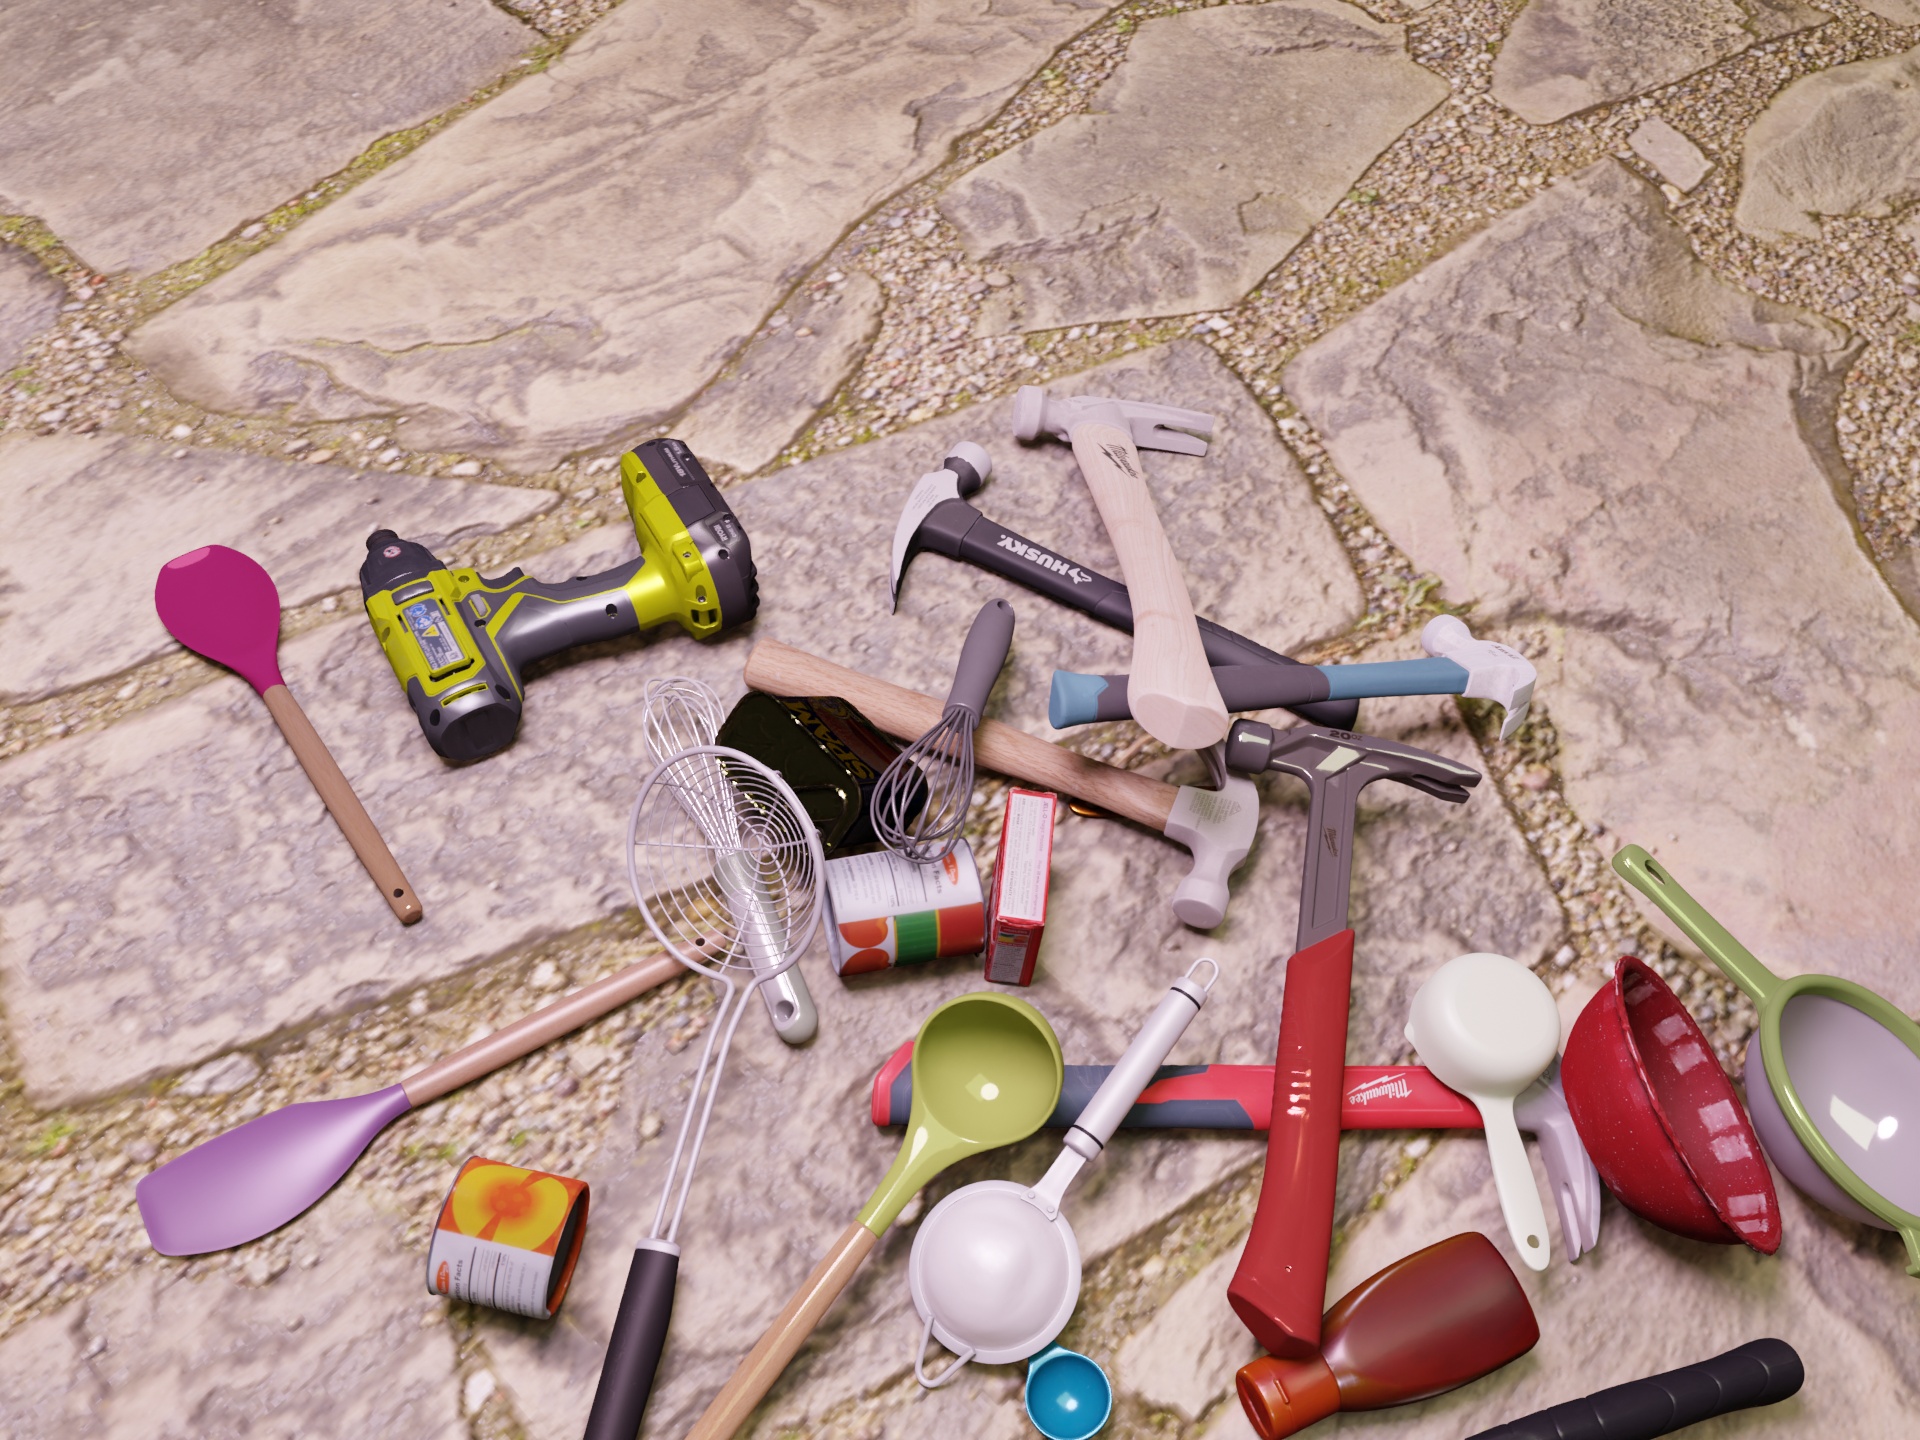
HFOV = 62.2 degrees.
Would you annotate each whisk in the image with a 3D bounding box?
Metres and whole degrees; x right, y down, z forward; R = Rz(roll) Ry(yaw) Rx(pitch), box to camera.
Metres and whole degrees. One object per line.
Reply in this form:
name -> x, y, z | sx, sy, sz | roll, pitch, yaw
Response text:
whisk -> -0.003, -0.003, 0.932 | 0.055, 0.055, 0.239 | 16, 40, 5
whisk -> -0.134, 0.074, 0.917 | 0.058, 0.059, 0.247 | -35, 62, 16

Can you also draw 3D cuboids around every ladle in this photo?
ladle -> -0.061, 0.263, 0.756 | 0.078, 0.062, 0.320 | 36, 69, 11

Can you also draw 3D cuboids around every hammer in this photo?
hammer -> 0.146, 0.216, 0.852 | 0.386, 0.038, 0.143 | 1, 56, -6
hammer -> 0.108, -0.072, 1.058 | 0.335, 0.035, 0.146 | 26, 55, 12
hammer -> 0.023, 0.014, 0.980 | 0.331, 0.031, 0.130 | 20, 56, 10
hammer -> 0.200, 0.156, 0.853 | 0.149, 0.036, 0.359 | 13, 54, 2
hammer -> 0.220, 0.341, 0.727 | 0.409, 0.149, 0.036 | -6, 55, -19
hammer -> 0.122, -0.110, 1.001 | 0.146, 0.038, 0.411 | 6, 34, -8
hammer -> 0.202, -0.022, 0.957 | 0.331, 0.033, 0.128 | -4, 26, -21

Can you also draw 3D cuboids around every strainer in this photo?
strainer -> 0.445, 0.181, 0.879 | 0.151, 0.069, 0.256 | -26, 67, -41
strainer -> 0.056, 0.218, 0.801 | 0.087, 0.050, 0.258 | 31, 67, 23

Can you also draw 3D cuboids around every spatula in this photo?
spatula -> -0.265, 0.186, 0.835 | 0.316, 0.018, 0.060 | -26, 62, -22

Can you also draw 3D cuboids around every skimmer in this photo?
skimmer -> -0.149, 0.190, 0.782 | 0.127, 0.090, 0.364 | -5, 57, 29

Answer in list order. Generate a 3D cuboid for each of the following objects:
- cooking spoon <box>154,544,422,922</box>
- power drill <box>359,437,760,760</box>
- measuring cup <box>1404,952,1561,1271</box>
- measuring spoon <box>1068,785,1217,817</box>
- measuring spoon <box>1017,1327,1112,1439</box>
cooking spoon -> -0.401, 0.001, 0.954 | 0.069, 0.017, 0.319 | -29, 62, -24
power drill -> -0.256, -0.088, 1.002 | 0.223, 0.080, 0.171 | -25, 61, -19
measuring cup -> 0.288, 0.199, 0.833 | 0.083, 0.038, 0.168 | 1, 55, -6
measuring spoon -> 0.124, 0.047, 0.987 | 0.117, 0.011, 0.021 | -4, 55, -10
measuring spoon -> 0.031, 0.301, 0.793 | 0.042, 0.021, 0.129 | -24, 51, -16
